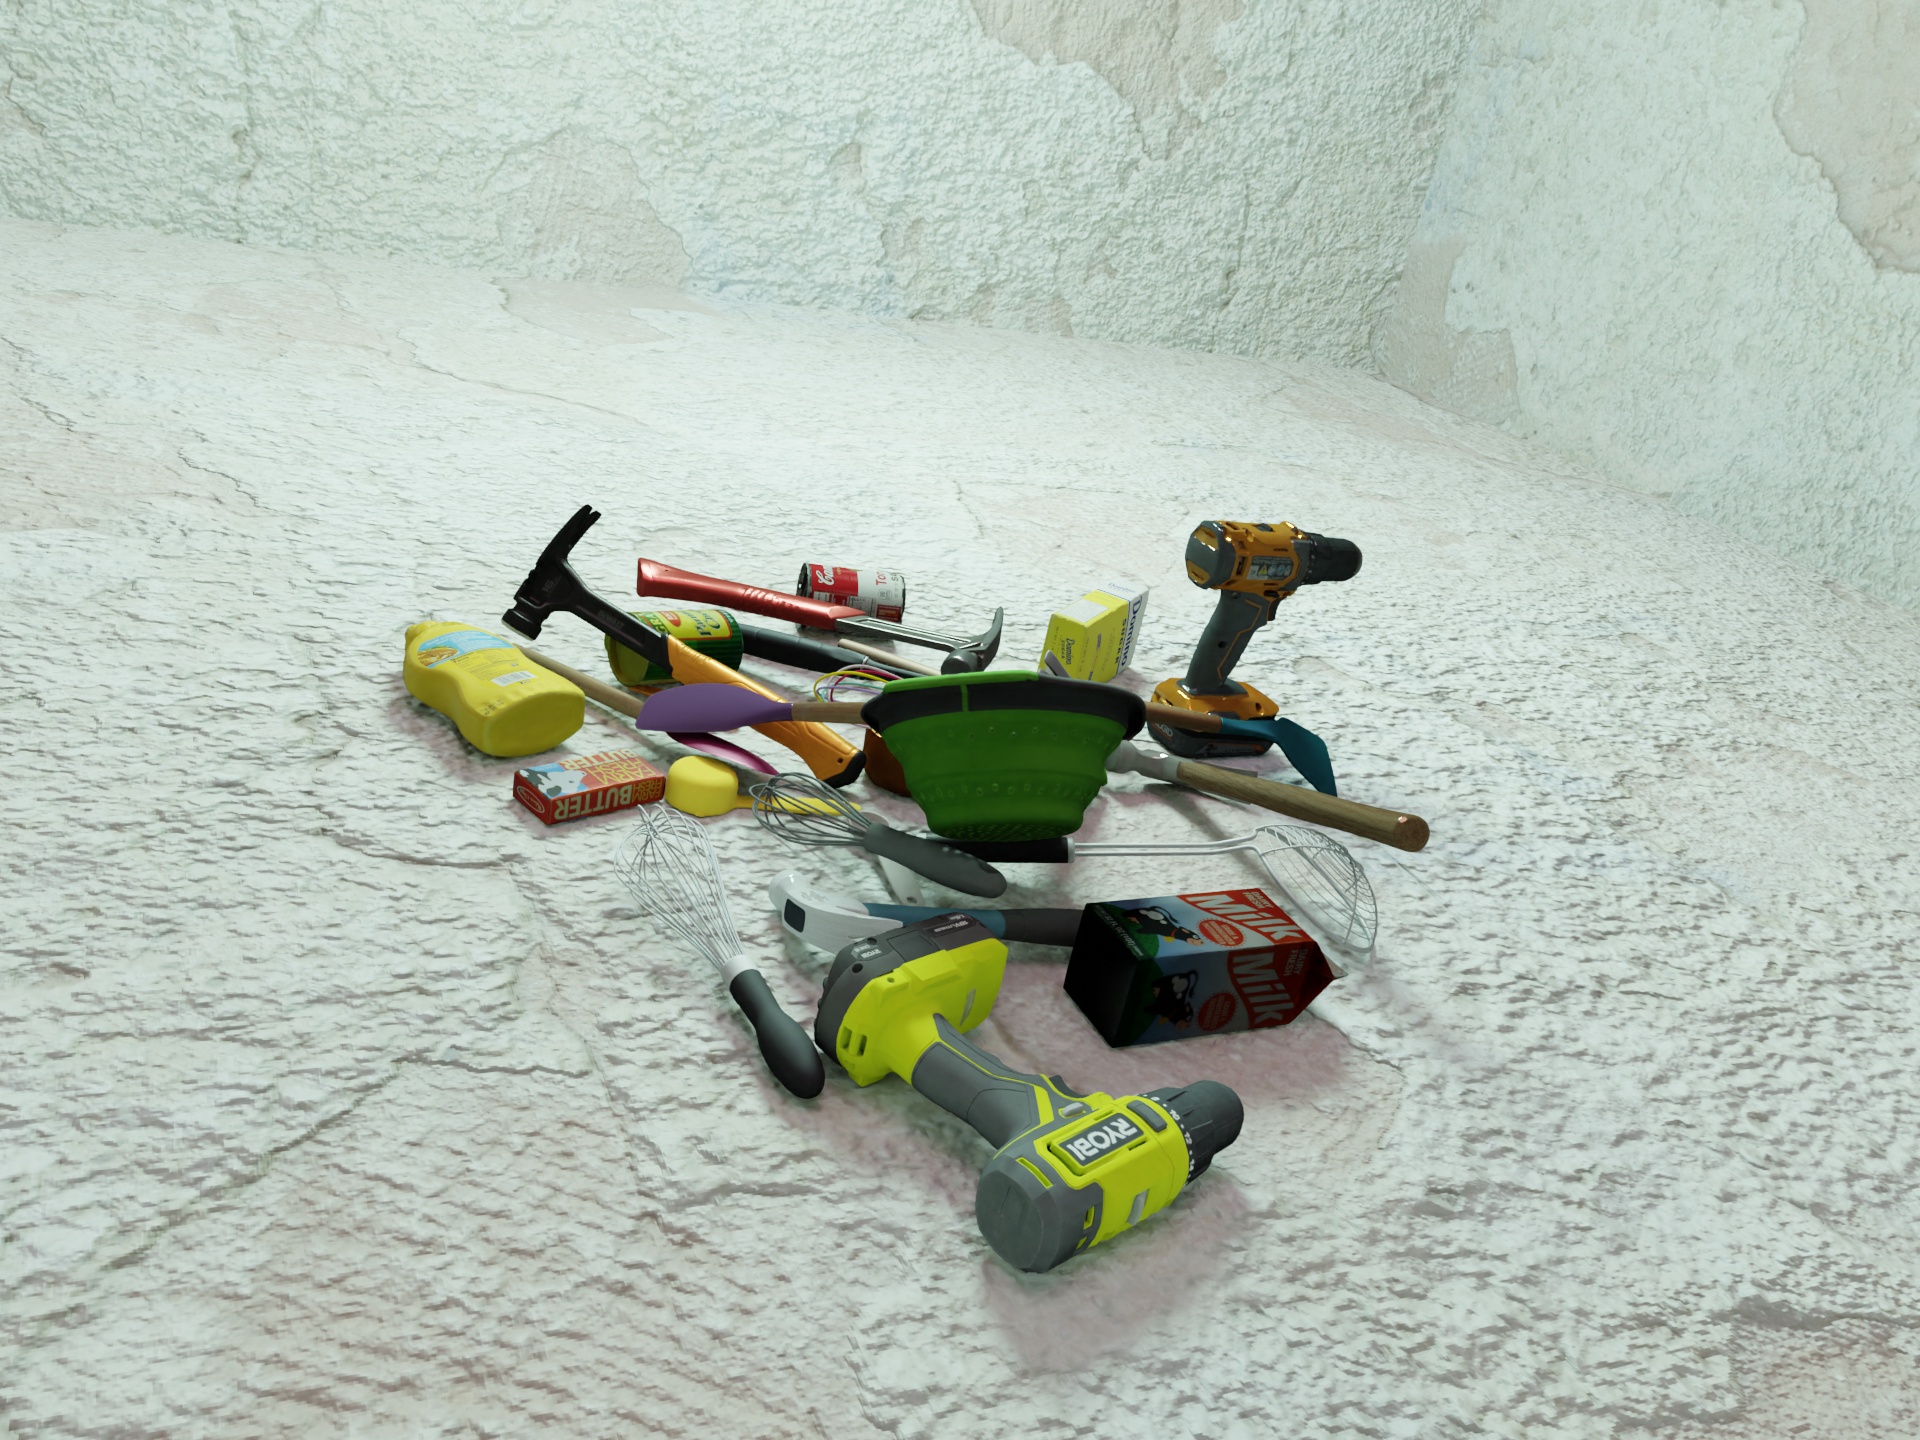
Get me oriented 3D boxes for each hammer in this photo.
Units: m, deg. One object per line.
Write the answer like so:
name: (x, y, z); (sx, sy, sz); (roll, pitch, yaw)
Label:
hammer: (-0.074, -0.045, 1.433); (0.409, 0.149, 0.036); (14, 61, 20)
hammer: (0.038, 0.144, 1.123); (0.331, 0.033, 0.128); (5, 9, -21)
hammer: (-0.140, -0.107, 1.530); (0.359, 0.036, 0.149); (13, 26, 10)
hammer: (0.256, 0.062, 1.300); (0.130, 0.031, 0.331); (13, 1, -29)
hammer: (-0.220, -0.050, 1.334); (0.337, 0.127, 0.034); (32, -4, 11)

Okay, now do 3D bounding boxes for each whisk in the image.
whisk: (-0.064, 0.085, 1.167); (0.239, 0.055, 0.055); (18, 23, 34)
whisk: (-0.155, 0.146, 1.031); (0.070, 0.070, 0.285); (-5, 34, -33)
whisk: (-0.002, -0.005, 1.317); (0.245, 0.047, 0.051); (11, 22, -12)

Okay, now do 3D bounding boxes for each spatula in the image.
spatula: (-0.107, -0.008, 1.261); (0.316, 0.018, 0.060); (2, 43, 14)
spatula: (0.207, 0.008, 1.448); (0.317, 0.044, 0.082); (11, 48, -13)

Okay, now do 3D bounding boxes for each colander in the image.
colander: (0.056, 0.050, 1.209); (0.204, 0.094, 0.396); (-4, -12, 17)

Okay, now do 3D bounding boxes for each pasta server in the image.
pasta server: (0.021, -0.031, 1.519); (0.316, 0.060, 0.040); (20, 63, 23)

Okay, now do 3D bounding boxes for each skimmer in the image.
skimmer: (0.145, 0.127, 1.238); (0.363, 0.090, 0.127); (1, 26, 0)

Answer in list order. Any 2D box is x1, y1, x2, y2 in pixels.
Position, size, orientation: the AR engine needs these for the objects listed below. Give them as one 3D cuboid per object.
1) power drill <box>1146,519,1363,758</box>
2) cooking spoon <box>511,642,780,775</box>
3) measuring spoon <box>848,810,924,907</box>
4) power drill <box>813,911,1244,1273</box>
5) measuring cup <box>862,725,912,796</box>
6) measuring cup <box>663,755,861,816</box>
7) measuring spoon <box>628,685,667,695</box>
power drill: (0.282, -0.081, 1.516); (0.185, 0.226, 0.084); (-2, 27, -28)
cooking spoon: (-0.275, -0.011, 1.338); (0.319, 0.017, 0.068); (22, 1, 30)
measuring spoon: (-0.055, 0.110, 1.204); (0.034, 0.018, 0.124); (1, 33, -27)
power drill: (0.040, 0.211, 0.946); (0.190, 0.080, 0.229); (-12, 36, -43)
measuring cup: (0.000, 0.032, 1.352); (0.173, 0.052, 0.095); (6, 24, -17)
measuring cup: (-0.154, 0.054, 1.256); (0.156, 0.029, 0.062); (5, 25, -11)
measuring spoon: (-0.243, -0.014, 1.394); (0.117, 0.011, 0.021); (16, 17, 18)
